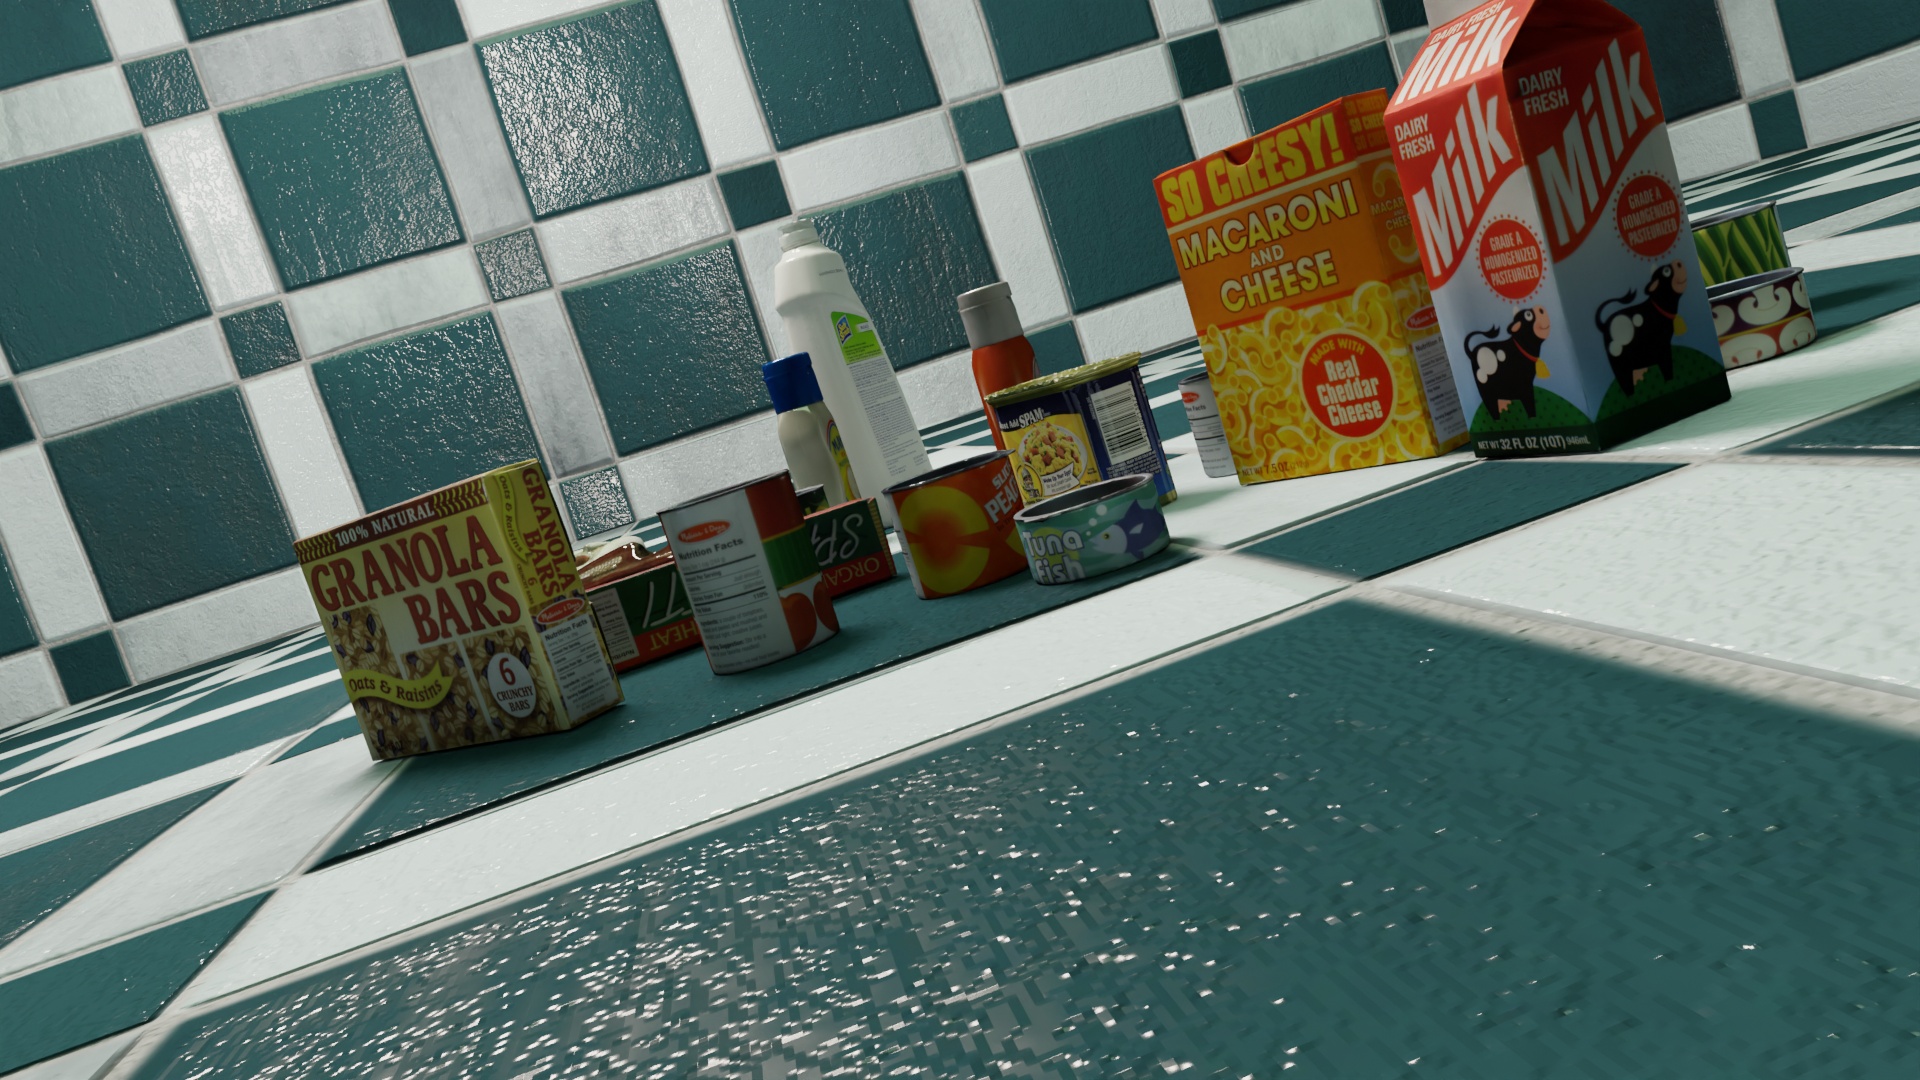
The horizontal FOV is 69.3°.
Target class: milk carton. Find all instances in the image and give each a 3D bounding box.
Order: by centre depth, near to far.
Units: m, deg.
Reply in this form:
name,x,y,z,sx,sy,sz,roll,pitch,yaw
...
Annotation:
name,x,y,z,sx,sy,sz,roll,pitch,yaw
milk carton,0.232,-0.134,0.554,0.073,0.190,0.072,-20,7,-18

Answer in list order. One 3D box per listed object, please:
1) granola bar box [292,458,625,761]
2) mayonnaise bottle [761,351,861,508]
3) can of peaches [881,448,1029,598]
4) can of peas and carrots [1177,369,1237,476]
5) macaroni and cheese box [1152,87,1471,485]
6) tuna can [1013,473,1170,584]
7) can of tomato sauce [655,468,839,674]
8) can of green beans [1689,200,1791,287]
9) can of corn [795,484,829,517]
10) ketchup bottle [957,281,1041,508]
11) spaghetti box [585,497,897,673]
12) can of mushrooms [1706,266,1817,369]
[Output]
name,x,y,z,sx,sy,sz,roll,pitch,yaw
granola bar box,-0.251,0.038,0.688,0.165,0.124,0.039,-13,8,35
mayonnaise bottle,-0.105,-0.062,1.015,0.041,0.148,0.065,-17,7,11
can of peaches,0.002,-0.009,0.696,0.071,0.058,0.071,-18,7,2
can of peas and carrots,0.166,-0.074,0.796,0.071,0.058,0.071,-18,7,2
macaroni and cheese box,0.169,-0.117,0.675,0.040,0.166,0.123,-22,8,-35
tuna can,0.058,-0.005,0.629,0.071,0.032,0.071,-18,7,2
can of tomato sauce,-0.101,0.014,0.672,0.071,0.083,0.071,-18,7,2
can of green beans,0.403,-0.142,0.738,0.071,0.057,0.071,-18,7,2
can of corn,-0.113,0.001,0.909,0.071,0.058,0.071,-18,7,2
ketchup bottle,0.036,-0.097,0.931,0.043,0.148,0.065,-16,7,15
spaghetti box,-0.160,0.037,0.781,0.250,0.050,0.028,-19,7,-12
can of mushrooms,0.349,-0.099,0.634,0.071,0.033,0.071,-18,7,2
